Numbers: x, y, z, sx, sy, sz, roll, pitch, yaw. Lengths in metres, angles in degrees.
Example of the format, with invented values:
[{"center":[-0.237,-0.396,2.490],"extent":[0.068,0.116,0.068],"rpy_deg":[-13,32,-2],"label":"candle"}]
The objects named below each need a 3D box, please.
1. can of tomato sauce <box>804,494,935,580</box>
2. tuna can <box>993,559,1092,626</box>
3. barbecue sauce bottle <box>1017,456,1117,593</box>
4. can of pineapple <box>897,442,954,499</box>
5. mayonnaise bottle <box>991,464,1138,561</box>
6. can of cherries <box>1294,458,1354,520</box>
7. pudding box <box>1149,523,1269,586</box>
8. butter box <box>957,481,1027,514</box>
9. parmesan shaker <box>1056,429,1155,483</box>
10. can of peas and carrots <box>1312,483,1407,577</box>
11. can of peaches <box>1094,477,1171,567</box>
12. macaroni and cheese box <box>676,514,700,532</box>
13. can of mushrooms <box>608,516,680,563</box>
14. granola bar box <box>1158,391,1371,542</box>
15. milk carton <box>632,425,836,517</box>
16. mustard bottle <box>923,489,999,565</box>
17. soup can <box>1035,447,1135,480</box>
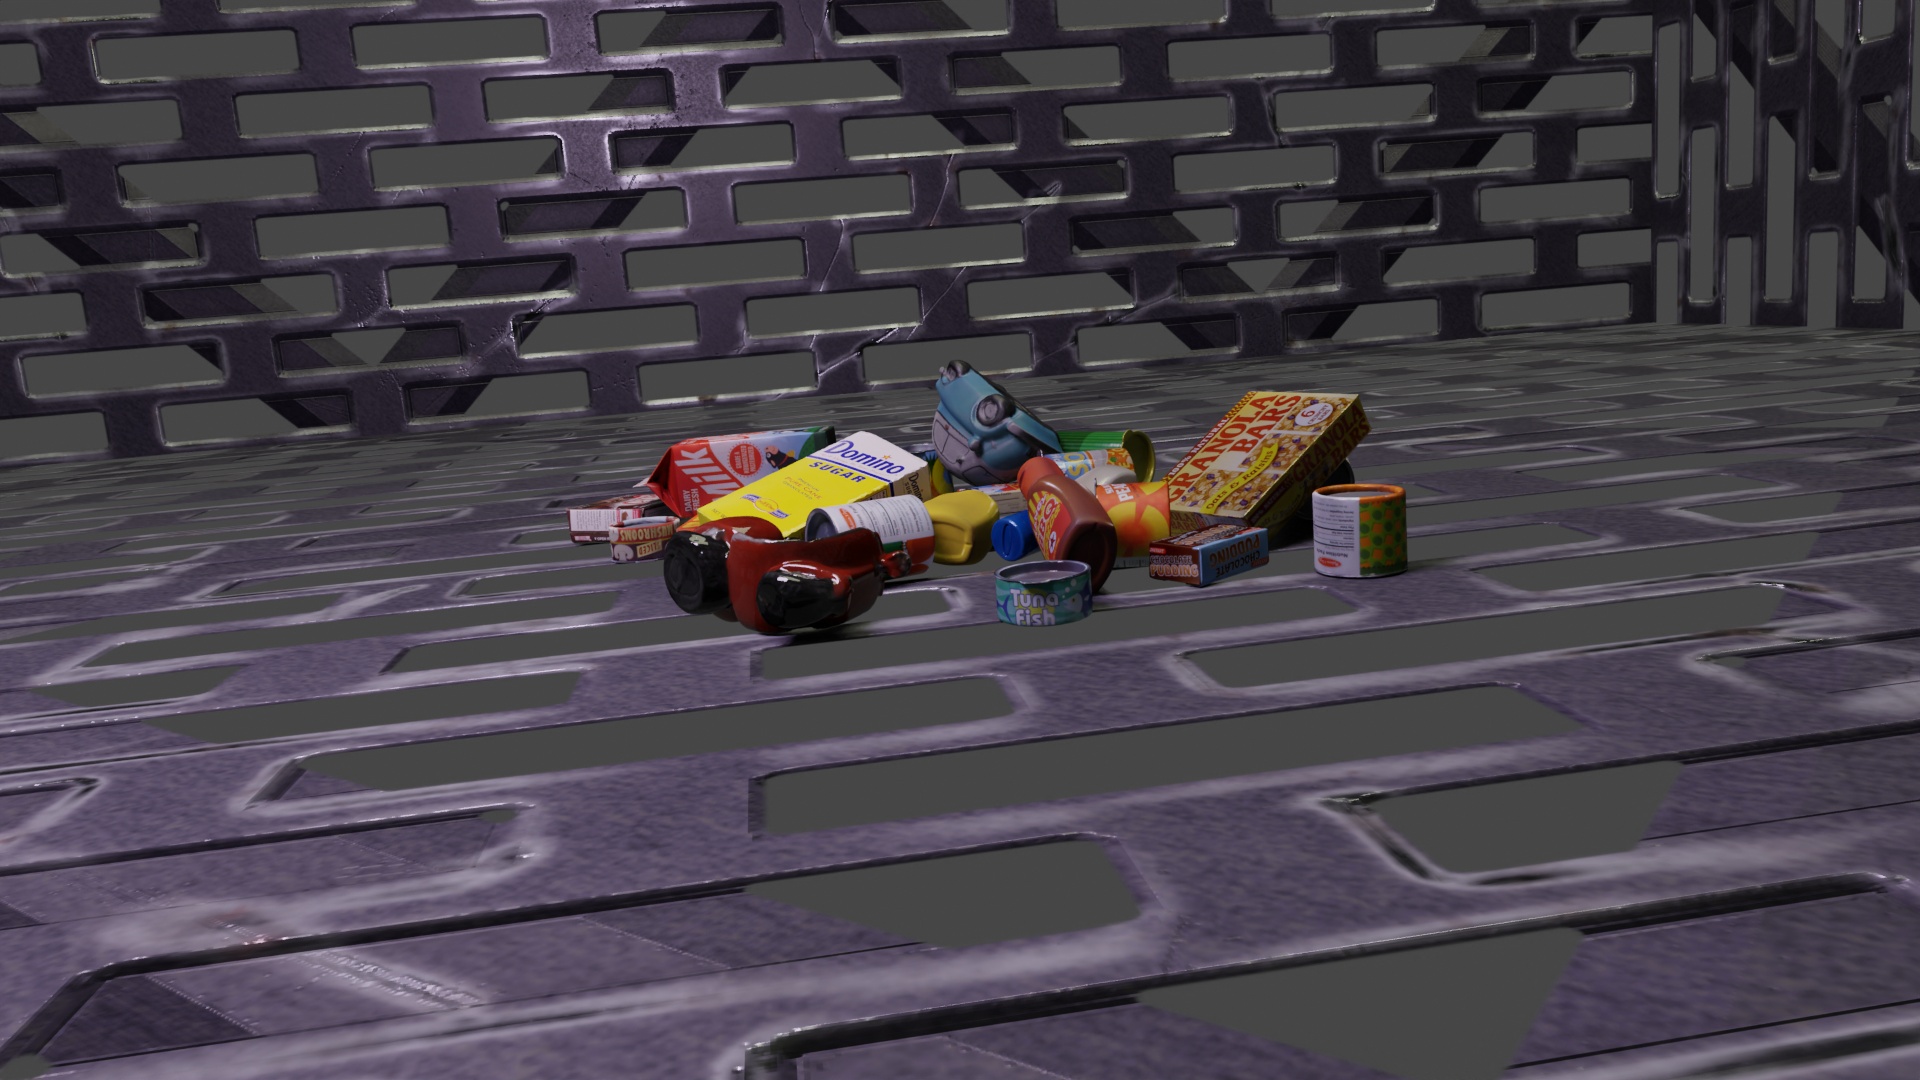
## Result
[{"center":[-0.072,0.002,1.094],"extent":[0.083,0.071,0.071],"rpy_deg":[-10,12,-30],"label":"can of tomato sauce"},{"center":[0.056,0.036,0.942],"extent":[0.071,0.032,0.071],"rpy_deg":[-4,10,1],"label":"tuna can"},{"center":[0.077,-0.019,1.047],"extent":[0.044,0.064,0.149],"rpy_deg":[6,24,-14],"label":"barbecue sauce bottle"},{"center":[-0.042,-0.072,1.498],"extent":[0.071,0.057,0.071],"rpy_deg":[-5,10,1],"label":"can of pineapple"},{"center":[0.089,-0.018,1.152],"extent":[0.041,0.064,0.149],"rpy_deg":[21,29,40],"label":"mayonnaise bottle"},{"center":[0.312,-0.054,1.233],"extent":[0.071,0.071,0.058],"rpy_deg":[-2,10,13],"label":"can of cherries"},{"center":[0.186,0.010,1.035],"extent":[0.084,0.030,0.049],"rpy_deg":[-13,15,-39],"label":"pudding box"},{"center":[0.053,-0.043,1.393],"extent":[0.104,0.024,0.053],"rpy_deg":[-8,11,-14],"label":"butter box"},{"center":[0.141,-0.084,1.445],"extent":[0.103,0.071,0.071],"rpy_deg":[5,14,41],"label":"parmesan shaker"},{"center":[0.292,-0.008,1.010],"extent":[0.071,0.058,0.071],"rpy_deg":[-4,11,1],"label":"can of peas and carrots"},{"center":[0.134,-0.014,1.077],"extent":[0.058,0.071,0.071],"rpy_deg":[-2,10,8],"label":"can of peaches"},{"center":[-0.156,-0.007,1.246],"extent":[0.166,0.040,0.124],"rpy_deg":[-3,11,5],"label":"macaroni and cheese box"},{"center":[-0.291,-0.001,1.288],"extent":[0.071,0.033,0.071],"rpy_deg":[-4,10,1],"label":"can of mushrooms"},{"center":[0.248,-0.062,1.171],"extent":[0.166,0.039,0.124],"rpy_deg":[-43,29,-24],"label":"granola bar box"},{"center":[-0.218,-0.066,1.359],"extent":[0.191,0.073,0.072],"rpy_deg":[-5,9,3],"label":"milk carton"},{"center":[0.004,-0.015,1.190],"extent":[0.065,0.048,0.161],"rpy_deg":[12,13,11],"label":"mustard bottle"},{"center":[0.115,-0.053,1.293],"extent":[0.084,0.071,0.071],"rpy_deg":[-6,10,-10],"label":"soup can"}]
